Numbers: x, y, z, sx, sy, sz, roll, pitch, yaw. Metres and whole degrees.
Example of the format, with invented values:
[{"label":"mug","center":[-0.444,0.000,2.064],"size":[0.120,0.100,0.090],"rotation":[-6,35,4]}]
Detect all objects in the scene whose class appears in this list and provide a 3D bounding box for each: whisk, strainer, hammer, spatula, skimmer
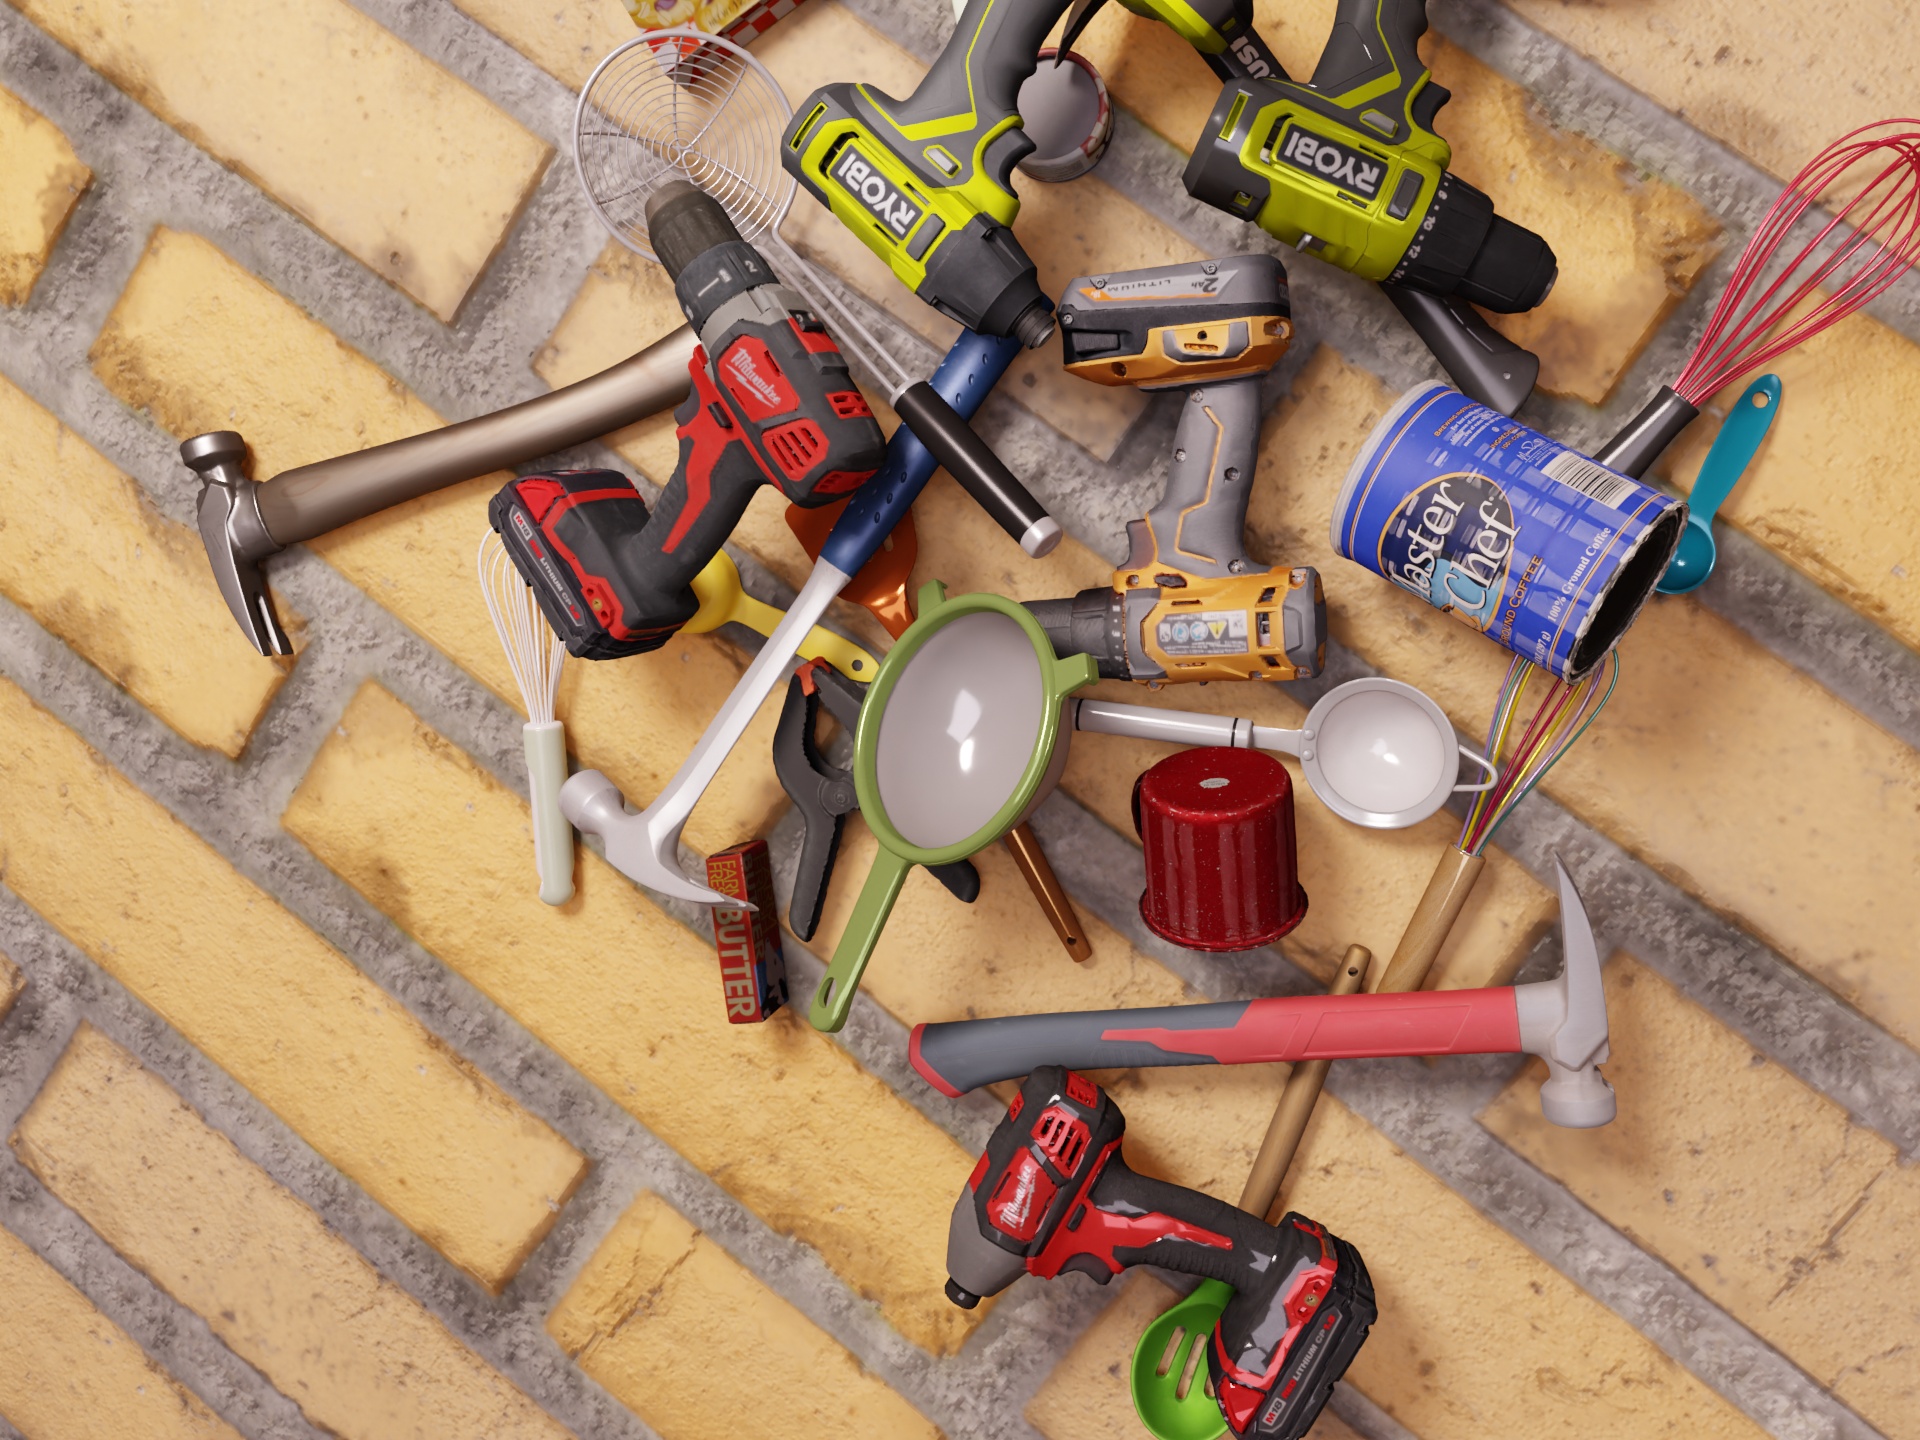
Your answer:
[{"label":"whisk","center":[0.386,-0.180,0.818],"size":[0.073,0.073,0.295],"rotation":[42,109,6]},{"label":"whisk","center":[0.290,0.053,0.870],"size":[0.051,0.047,0.245],"rotation":[28,105,21]},{"label":"strainer","center":[0.167,0.007,0.892],"size":[0.258,0.050,0.086],"rotation":[8,109,17]},{"label":"hammer","center":[0.191,-0.292,0.849],"size":[0.146,0.035,0.335],"rotation":[-38,90,-4]},{"label":"strainer","center":[-0.007,0.059,0.872],"size":[0.152,0.069,0.256],"rotation":[30,98,48]},{"label":"hammer","center":[-0.073,-0.075,0.904],"size":[0.144,0.035,0.405],"rotation":[36,93,31]},{"label":"hammer","center":[0.153,0.160,0.890],"size":[0.386,0.038,0.143],"rotation":[-7,95,19]},{"label":"hammer","center":[-0.285,-0.162,0.978],"size":[0.410,0.038,0.146],"rotation":[-16,93,13]},{"label":"spatula","center":[-0.001,-0.003,0.938],"size":[0.081,0.041,0.322],"rotation":[-27,93,13]},{"label":"skimmer","center":[-0.074,-0.228,0.860],"size":[0.127,0.090,0.363],"rotation":[-41,71,2]},{"label":"whisk","center":[-0.259,-0.005,0.983],"size":[0.059,0.058,0.246],"rotation":[-5,99,-17]}]

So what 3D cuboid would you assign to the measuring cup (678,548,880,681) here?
[{"label":"measuring cup","center":[-0.120,-0.059,0.953],"size":[0.156,0.029,0.062],"rotation":[26,100,9]}]

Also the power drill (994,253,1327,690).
[{"label":"power drill","center":[0.102,-0.128,0.875],"size":[0.185,0.084,0.226],"rotation":[-2,100,20]}]

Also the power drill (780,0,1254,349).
[{"label":"power drill","center":[0.035,-0.314,0.801],"size":[0.171,0.080,0.223],"rotation":[44,112,4]}]

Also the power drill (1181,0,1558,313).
[{"label":"power drill","center":[0.241,-0.330,0.799],"size":[0.190,0.080,0.228],"rotation":[24,89,-1]}]

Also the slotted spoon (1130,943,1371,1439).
[{"label":"slotted spoon","center":[0.176,0.275,0.922],"size":[0.070,0.031,0.313],"rotation":[21,98,9]}]

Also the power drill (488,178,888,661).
[{"label":"power drill","center":[-0.160,-0.158,0.868],"size":[0.226,0.080,0.188],"rotation":[-37,81,32]}]

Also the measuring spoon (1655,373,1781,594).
[{"label":"measuring spoon","center":[0.397,-0.125,0.843],"size":[0.042,0.021,0.128],"rotation":[29,92,8]}]

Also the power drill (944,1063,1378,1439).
[{"label":"power drill","center":[0.102,0.301,0.878],"size":[0.219,0.078,0.143],"rotation":[30,96,2]}]

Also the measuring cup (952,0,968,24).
[{"label":"measuring cup","center":[-0.005,-0.432,0.888],"size":[0.083,0.038,0.167],"rotation":[-15,90,13]}]
